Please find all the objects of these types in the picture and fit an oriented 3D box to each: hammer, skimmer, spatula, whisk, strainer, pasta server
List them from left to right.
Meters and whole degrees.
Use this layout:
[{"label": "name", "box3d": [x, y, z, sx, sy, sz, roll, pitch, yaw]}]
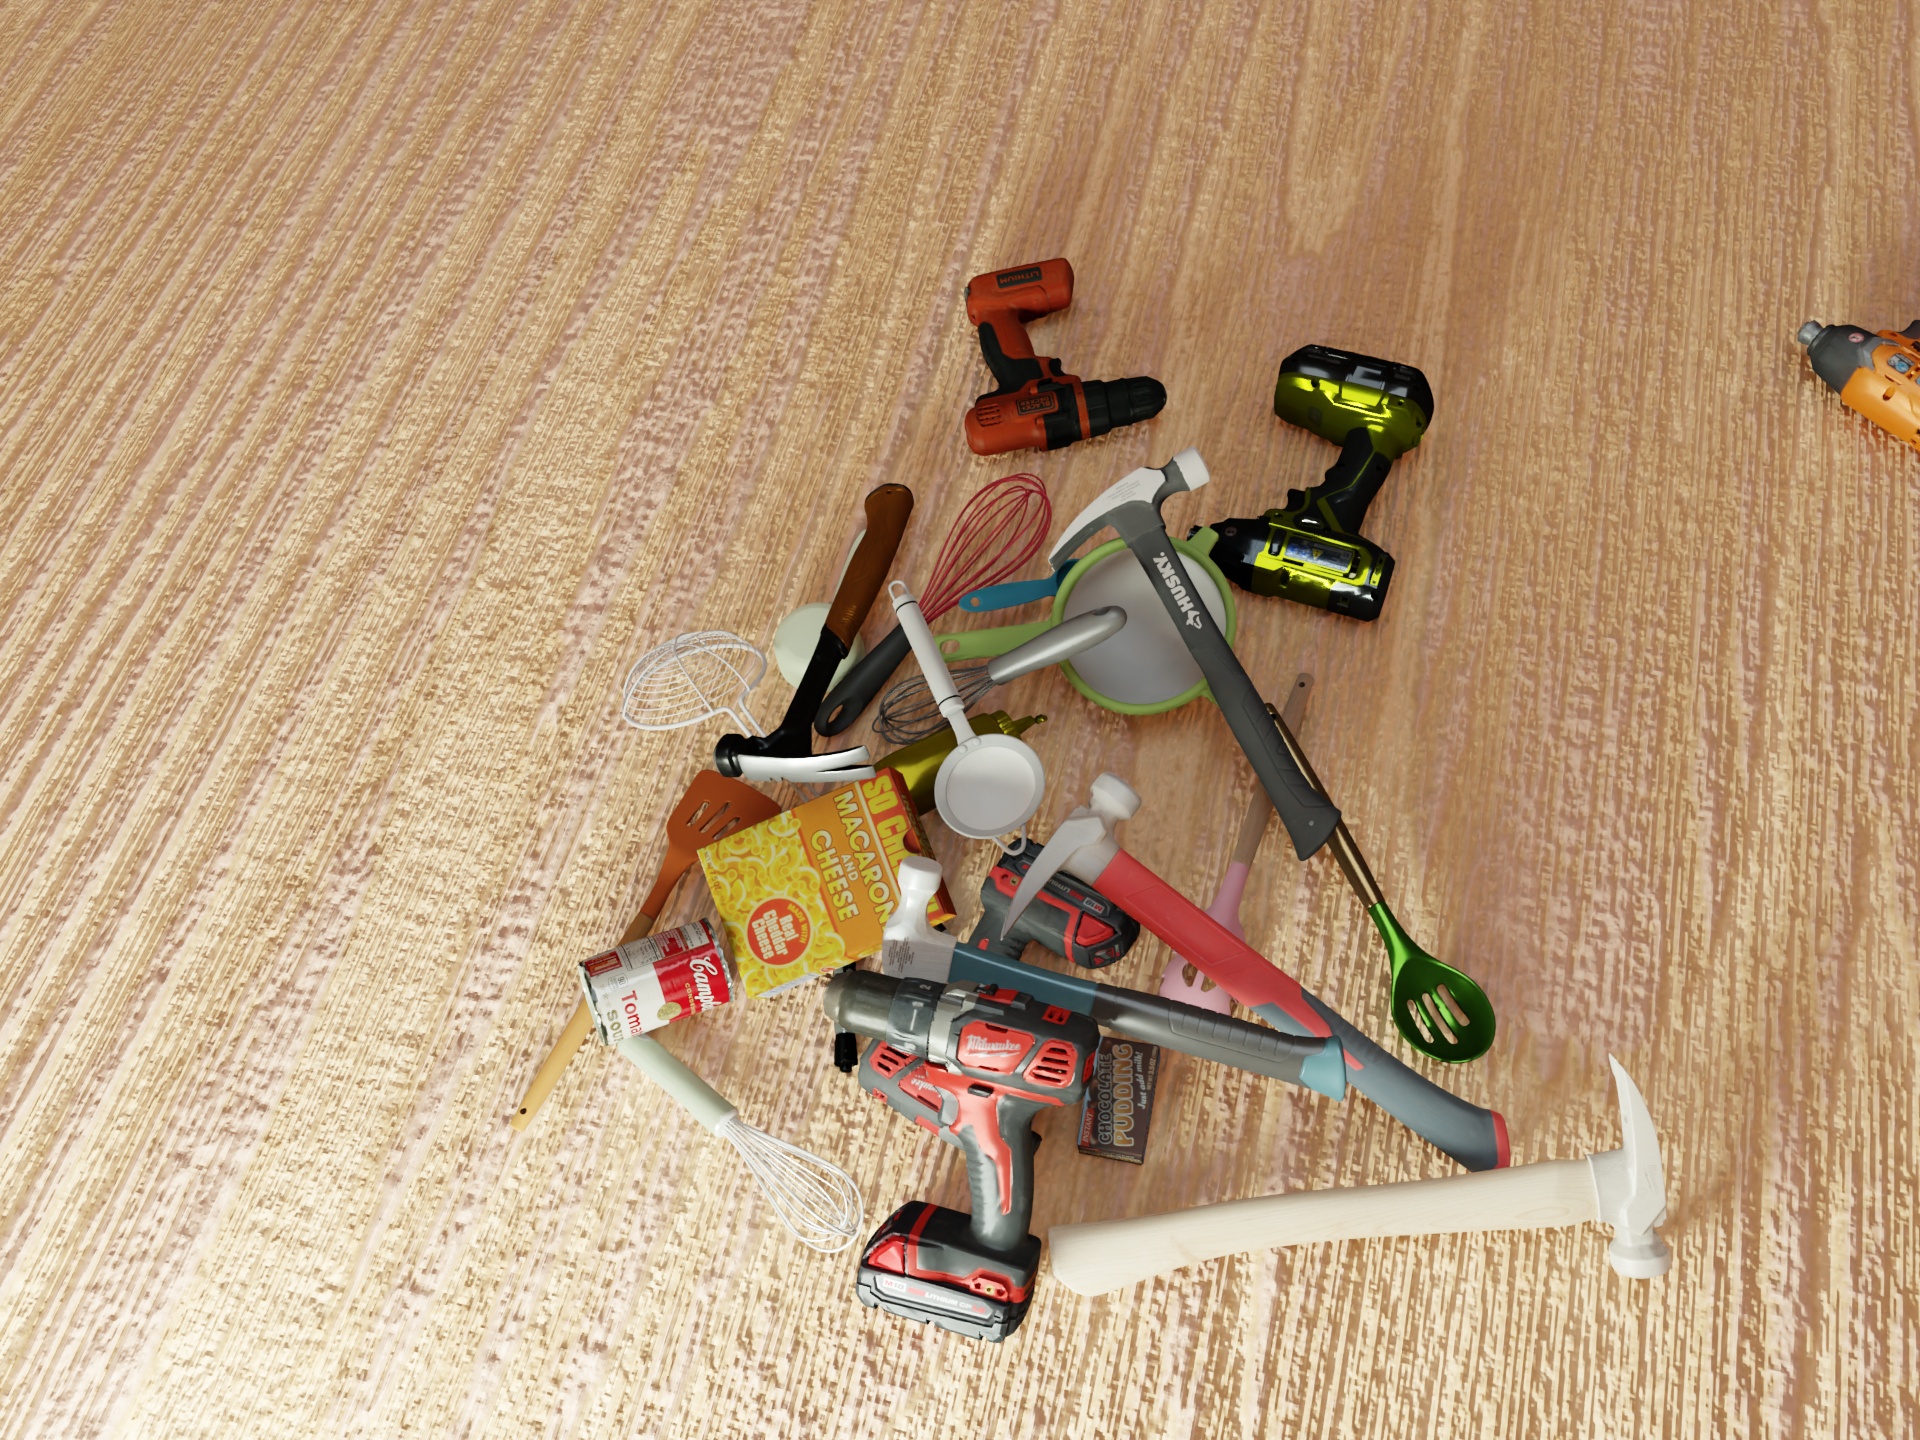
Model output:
[{"label": "spatula", "box3d": [-0.257, 0.179, 1.256, 0.081, 0.041, 0.323, 25, 72, 16]}, {"label": "whisk", "box3d": [-0.166, 0.302, 1.168, 0.246, 0.057, 0.059, 33, 95, 26]}, {"label": "skimmer", "box3d": [-0.137, 0.061, 1.298, 0.127, 0.090, 0.363, -36, 74, -27]}, {"label": "hammer", "box3d": [-0.089, -0.081, 1.307, 0.127, 0.034, 0.337, 1, 46, 19]}, {"label": "whisk", "box3d": [-0.023, -0.098, 1.353, 0.073, 0.073, 0.296, 36, 77, 22]}, {"label": "strainer", "box3d": [-0.002, -0.004, 1.240, 0.087, 0.050, 0.259, -25, 68, 2]}, {"label": "whisk", "box3d": [0.028, -0.038, 1.273, 0.239, 0.055, 0.055, -24, 59, 25]}, {"label": "strainer", "box3d": [0.102, -0.067, 1.320, 0.256, 0.069, 0.151, -7, 77, 13]}, {"label": "hammer", "box3d": [0.105, 0.196, 1.093, 0.331, 0.033, 0.128, 15, 106, 7]}, {"label": "hammer", "box3d": [0.195, -0.043, 1.240, 0.146, 0.035, 0.335, -28, 74, 5]}, {"label": "pasta server", "box3d": [0.226, 0.095, 1.243, 0.060, 0.040, 0.316, 17, 62, 15]}, {"label": "hammer", "box3d": [0.213, 0.207, 1.123, 0.386, 0.038, 0.143, 37, 79, 6]}, {"label": "hammer", "box3d": [0.263, 0.326, 1.081, 0.410, 0.038, 0.146, -9, 96, 6]}]

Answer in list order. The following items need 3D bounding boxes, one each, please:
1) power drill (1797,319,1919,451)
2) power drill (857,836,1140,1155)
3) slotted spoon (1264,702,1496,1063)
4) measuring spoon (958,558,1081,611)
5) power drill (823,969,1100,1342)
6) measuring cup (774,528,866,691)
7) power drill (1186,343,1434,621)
[{"label": "power drill", "box3d": [0.848, -0.341, 1.369, 0.226, 0.084, 0.164, -40, 65, -10]}, {"label": "power drill", "box3d": [0.038, 0.211, 1.176, 0.143, 0.078, 0.220, 28, 72, 19]}, {"label": "slotted spoon", "box3d": [0.305, 0.118, 1.208, 0.070, 0.031, 0.314, -23, 66, -6]}, {"label": "measuring spoon", "box3d": [0.057, -0.108, 1.354, 0.128, 0.021, 0.042, -12, 82, -17]}, {"label": "power drill", "box3d": [-0.015, 0.283, 1.077, 0.188, 0.080, 0.226, 12, 99, 12]}, {"label": "measuring cup", "box3d": [-0.108, -0.104, 1.375, 0.083, 0.038, 0.168, 14, 67, 13]}, {"label": "power drill", "box3d": [0.304, -0.205, 1.363, 0.171, 0.080, 0.223, 17, 69, 15]}]
